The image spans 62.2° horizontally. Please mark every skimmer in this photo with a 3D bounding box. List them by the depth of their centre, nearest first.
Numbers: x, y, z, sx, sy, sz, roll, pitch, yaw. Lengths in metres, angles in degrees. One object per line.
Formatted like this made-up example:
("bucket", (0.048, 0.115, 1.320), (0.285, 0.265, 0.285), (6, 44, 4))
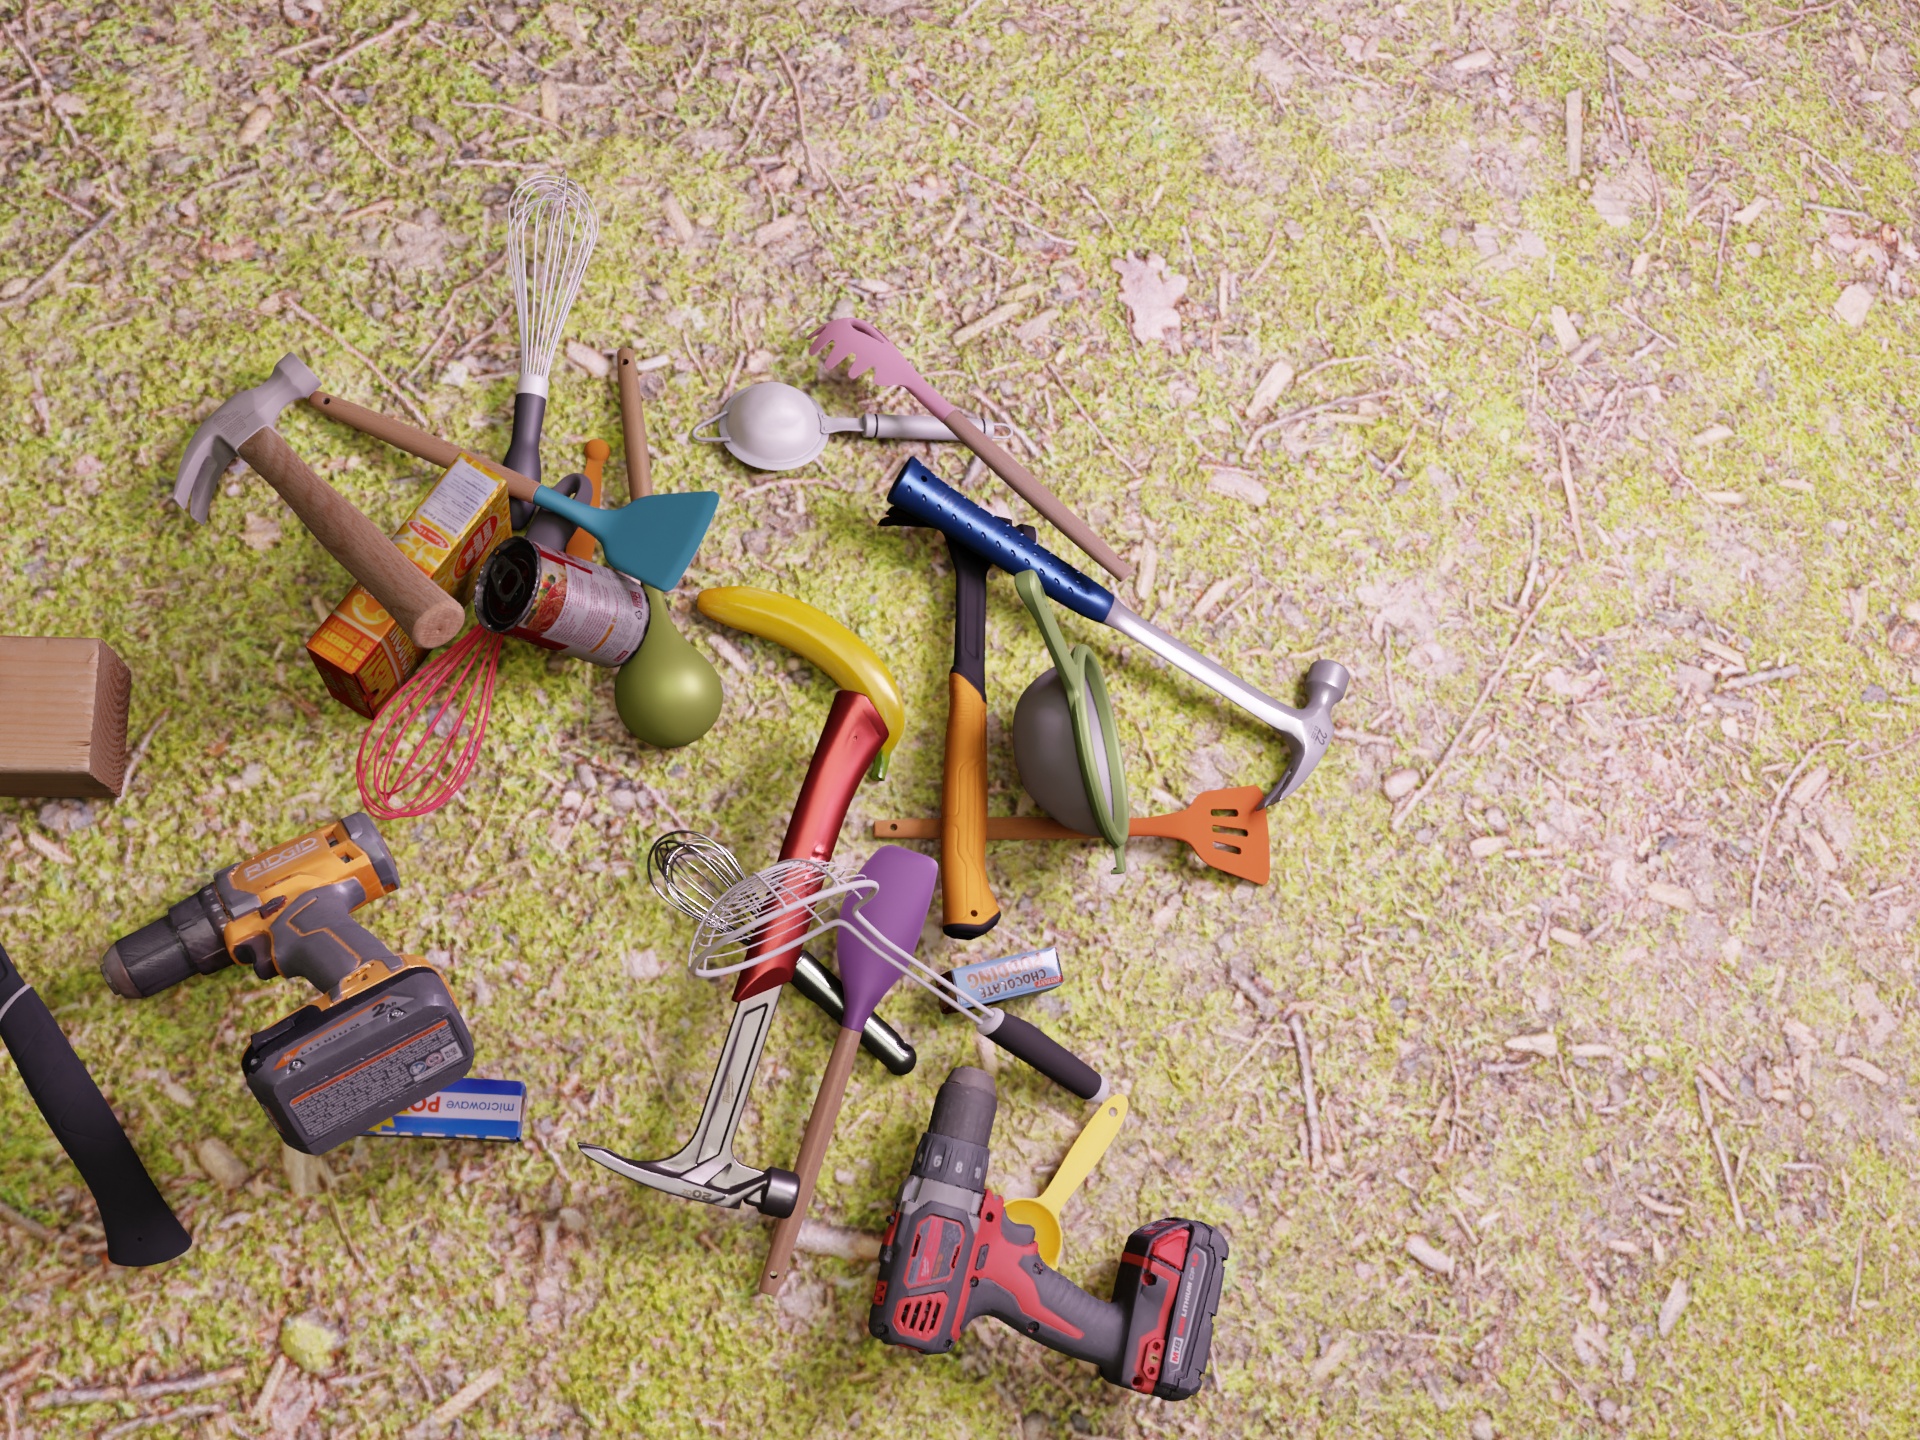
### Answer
("skimmer", (-0.021, 0.198, 1.065), (0.363, 0.127, 0.090), (38, 32, -30))

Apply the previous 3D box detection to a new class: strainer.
("strainer", (0.059, -0.009, 1.131), (0.069, 0.256, 0.152), (-12, 48, 14))
("strainer", (-0.080, -0.235, 1.254), (0.258, 0.050, 0.087), (-1, 61, -19))

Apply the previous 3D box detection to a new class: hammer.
("hammer", (-0.579, 0.153, 0.965), (0.149, 0.036, 0.409), (-27, 99, -13))
("hammer", (-0.419, -0.135, 1.044), (0.130, 0.031, 0.332), (-45, 54, -10))
("hammer", (-0.134, 0.146, 1.092), (0.149, 0.036, 0.359), (20, 75, -12))
("hammer", (-0.002, -0.004, 1.194), (0.127, 0.034, 0.337), (8, 69, -21))
("hammer", (0.121, -0.076, 1.235), (0.405, 0.035, 0.144), (31, 63, -12))

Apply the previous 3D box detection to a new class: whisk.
("whisk", (-0.335, -0.057, 1.127), (0.073, 0.073, 0.296), (27, 67, -7))
("whisk", (-0.125, 0.168, 1.135), (0.246, 0.058, 0.059), (43, 104, -4))
("whisk", (-0.318, -0.279, 1.196), (0.070, 0.070, 0.285), (7, 79, -13))

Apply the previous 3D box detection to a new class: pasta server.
("pasta server", (0.007, -0.210, 1.225), (0.316, 0.040, 0.060), (43, 33, 8))

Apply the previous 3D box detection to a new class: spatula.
("spatula", (-0.086, 0.239, 1.107), (0.060, 0.018, 0.316), (17, 79, -2))
("spatula", (-0.327, -0.178, 1.137), (0.317, 0.044, 0.082), (23, 75, 5))
("spatula", (0.092, 0.085, 1.224), (0.322, 0.041, 0.081), (1, 75, -11))

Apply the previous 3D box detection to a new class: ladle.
("ladle", (-0.232, -0.133, 1.190), (0.078, 0.062, 0.320), (-10, 71, 0))

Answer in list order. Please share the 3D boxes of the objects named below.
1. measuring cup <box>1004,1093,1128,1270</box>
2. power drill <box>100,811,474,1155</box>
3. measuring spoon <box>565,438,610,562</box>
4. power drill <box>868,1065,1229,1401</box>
("measuring cup", (0.071, 0.334, 1.150), (0.062, 0.029, 0.156), (41, 67, -2))
("power drill", (-0.420, 0.163, 0.986), (0.185, 0.084, 0.226), (-27, 43, -21))
("measuring spoon", (-0.280, -0.159, 1.193), (0.021, 0.011, 0.117), (9, 73, -12))
("power drill", (0.062, 0.353, 1.087), (0.226, 0.080, 0.188), (18, 72, -7))
